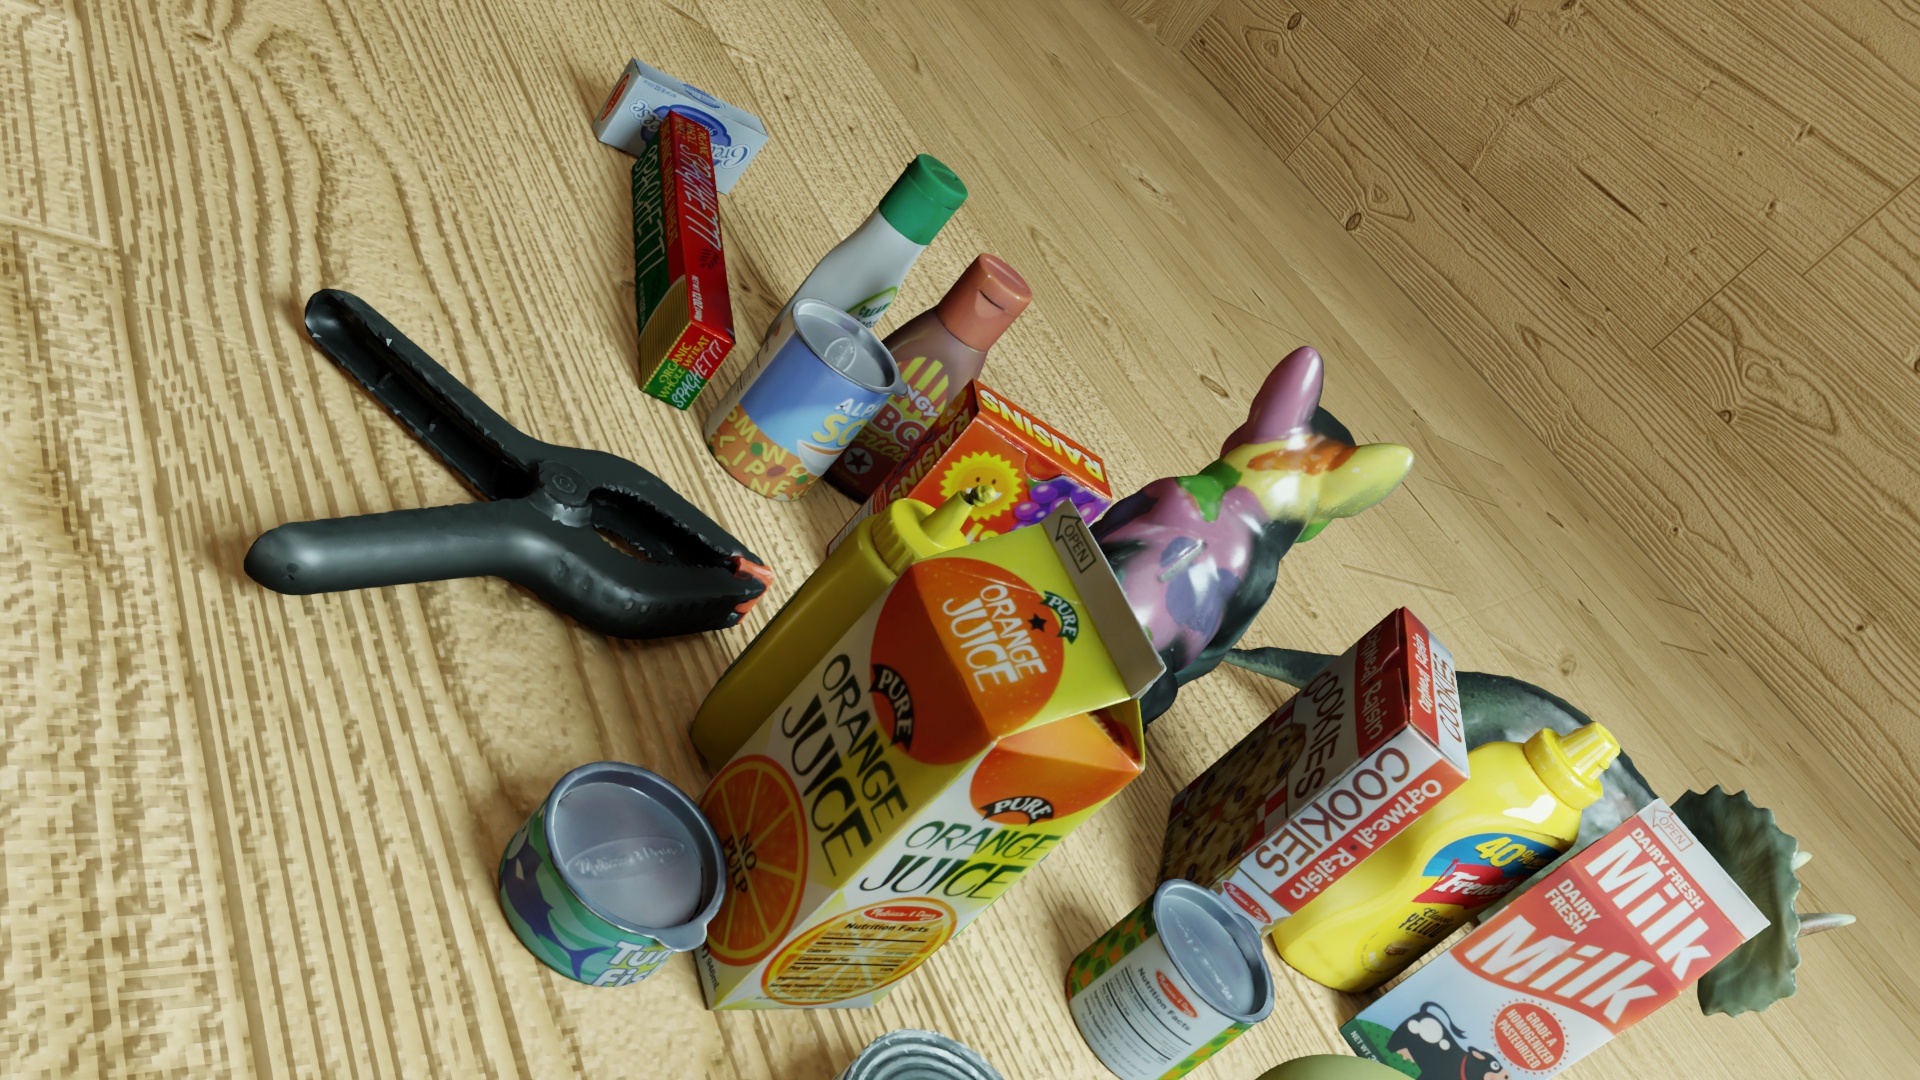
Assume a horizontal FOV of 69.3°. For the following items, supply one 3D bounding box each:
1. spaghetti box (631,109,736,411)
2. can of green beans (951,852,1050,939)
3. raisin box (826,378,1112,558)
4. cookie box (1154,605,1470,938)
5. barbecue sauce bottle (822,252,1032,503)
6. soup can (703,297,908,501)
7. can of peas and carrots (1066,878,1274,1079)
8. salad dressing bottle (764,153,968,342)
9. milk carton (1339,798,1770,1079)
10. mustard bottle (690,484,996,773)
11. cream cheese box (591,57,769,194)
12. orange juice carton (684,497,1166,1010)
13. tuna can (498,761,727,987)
[{"bbox_3d":[-0.159,-0.167,0.783,0.028,0.050,0.251,26,31,-32],"label":"spaghetti box"},{"bbox_3d":[-0.006,0.118,0.556,0.071,0.057,0.071,33,27,-19],"label":"can of green beans"},{"bbox_3d":[0.002,-0.009,0.685,0.086,0.123,0.040,31,28,-24],"label":"raisin box"},{"bbox_3d":[0.164,0.119,0.667,0.040,0.166,0.123,41,26,-3],"label":"cookie box"},{"bbox_3d":[-0.021,-0.087,0.743,0.065,0.148,0.044,37,26,-12],"label":"barbecue sauce bottle"},{"bbox_3d":[-0.079,-0.069,0.708,0.071,0.083,0.072,33,27,-19],"label":"soup can"},{"bbox_3d":[0.088,0.186,0.583,0.071,0.058,0.071,33,27,-19],"label":"can of peas and carrots"},{"bbox_3d":[-0.055,-0.155,0.801,0.044,0.147,0.064,49,26,13],"label":"salad dressing bottle"},{"bbox_3d":[0.286,0.209,0.674,0.073,0.189,0.072,2,47,-54],"label":"milk carton"},{"bbox_3d":[-0.039,0.030,0.525,0.049,0.159,0.065,44,25,2],"label":"mustard bottle"},{"bbox_3d":[-0.181,-0.267,0.902,0.104,0.053,0.024,13,38,-46],"label":"cream cheese box"},{"bbox_3d":[-0.011,0.075,0.459,0.073,0.192,0.072,17,36,-42],"label":"orange juice carton"},{"bbox_3d":[-0.111,0.110,0.449,0.071,0.032,0.071,33,27,-19],"label":"tuna can"}]
